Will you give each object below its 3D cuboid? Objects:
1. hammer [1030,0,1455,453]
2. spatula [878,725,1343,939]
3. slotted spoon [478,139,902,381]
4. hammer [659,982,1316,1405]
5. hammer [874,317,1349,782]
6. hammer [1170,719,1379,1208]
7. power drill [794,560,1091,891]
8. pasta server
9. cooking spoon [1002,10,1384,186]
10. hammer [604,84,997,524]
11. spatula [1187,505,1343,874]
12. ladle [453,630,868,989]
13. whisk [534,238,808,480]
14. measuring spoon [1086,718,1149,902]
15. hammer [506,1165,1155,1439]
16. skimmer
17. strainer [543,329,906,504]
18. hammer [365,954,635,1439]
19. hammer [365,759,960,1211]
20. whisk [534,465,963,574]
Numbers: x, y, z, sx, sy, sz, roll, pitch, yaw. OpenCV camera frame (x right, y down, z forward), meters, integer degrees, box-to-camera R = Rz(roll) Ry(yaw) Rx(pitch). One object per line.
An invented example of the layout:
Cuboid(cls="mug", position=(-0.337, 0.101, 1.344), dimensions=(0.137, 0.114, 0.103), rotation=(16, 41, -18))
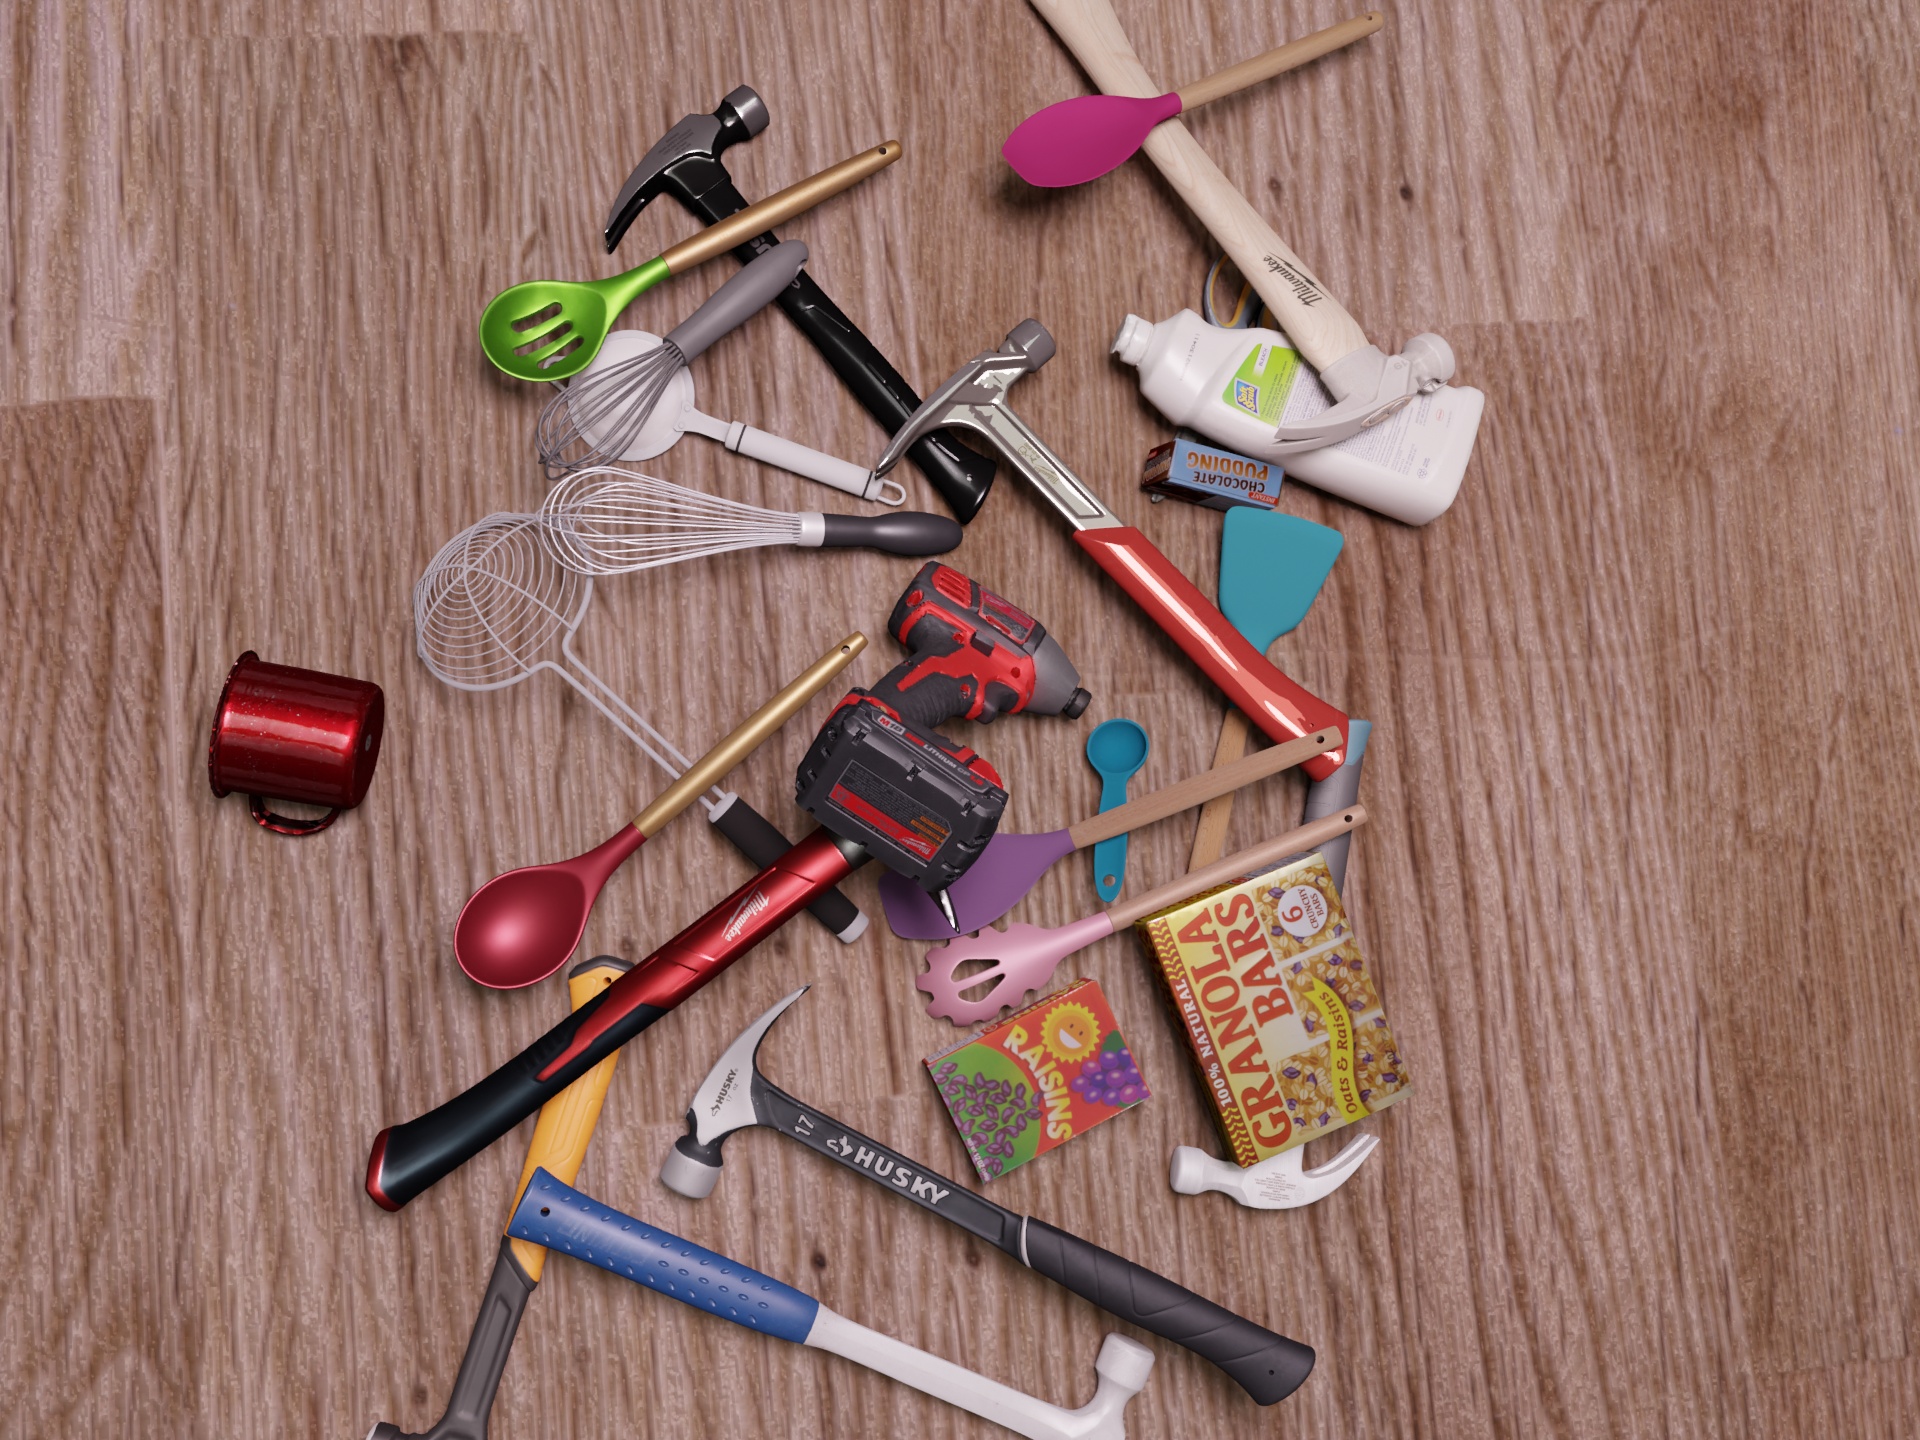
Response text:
Cuboid(cls="hammer", position=(0.158, -0.360, 1.081), dimensions=(0.146, 0.038, 0.411), rotation=(-27, 74, -20))
Cuboid(cls="spatula", position=(0.097, 0.069, 1.029), dimensions=(0.316, 0.018, 0.060), rotation=(-22, 73, 6))
Cuboid(cls="slotted spoon", position=(-0.171, -0.309, 1.048), dimensions=(0.314, 0.031, 0.070), rotation=(-32, 87, -13))
Cuboid(cls="hammer", position=(0.025, 0.306, 0.978), dimensions=(0.409, 0.036, 0.149), rotation=(26, 90, 5))
Cuboid(cls="hammer", position=(0.113, -0.091, 1.046), dimensions=(0.149, 0.036, 0.359), rotation=(-44, 88, -8))
Cuboid(cls="hammer", position=(0.230, 0.158, 1.063), dimensions=(0.128, 0.033, 0.331), rotation=(12, 81, -4))
Cuboid(cls="power drill", position=(-0.002, -0.003, 0.989), dimensions=(0.143, 0.078, 0.220), rotation=(33, 38, -3))
Cuboid(cls="pasta server", position=(0.121, 0.121, 1.042), dimensions=(0.316, 0.040, 0.060), rotation=(-22, 85, -6))
Cuboid(cls="cooking spoon", position=(0.167, -0.428, 1.082), dimensions=(0.319, 0.017, 0.069), rotation=(-29, 68, -19))
Cuboid(cls="hammer", position=(-0.097, -0.267, 1.083), dimensions=(0.146, 0.035, 0.335), rotation=(-41, 89, -11))
Cuboid(cls="spatula", position=(0.183, 0.017, 1.072), dimensions=(0.082, 0.044, 0.317), rotation=(14, 82, -1))
Cuboid(cls="ladle", position=(-0.179, 0.049, 0.982), dimensions=(0.315, 0.031, 0.069), rotation=(-41, 89, -6))
Cuboid(cls="whisk", position=(-0.182, -0.235, 1.022), dimensions=(0.055, 0.055, 0.239), rotation=(44, 70, 1))
Cuboid(cls="measuring spoon", position=(0.103, 0.061, 1.055), dimensions=(0.042, 0.021, 0.129), rotation=(0, 67, 15))
Cuboid(cls="hammer", position=(-0.084, 0.379, 0.975), dimensions=(0.405, 0.035, 0.144), rotation=(26, 80, -9))
Cuboid(cls="skimmer", position=(-0.200, 0.012, 1.035), dimensions=(0.363, 0.090, 0.127), rotation=(44, 84, -10))
Cuboid(cls="strainer", position=(-0.158, -0.195, 1.064), dimensions=(0.258, 0.050, 0.087), rotation=(19, 96, -7))
Cuboid(cls="hammer", position=(-0.257, 0.312, 0.984), dimensions=(0.127, 0.034, 0.337), rotation=(17, 80, -3))
Cuboid(cls="hammer", position=(-0.185, 0.180, 0.963), dimensions=(0.386, 0.038, 0.143), rotation=(-37, 76, -4))
Cuboid(cls="whisk", position=(-0.129, -0.125, 1.027), dimensions=(0.284, 0.070, 0.070), rotation=(-1, 82, -24))
